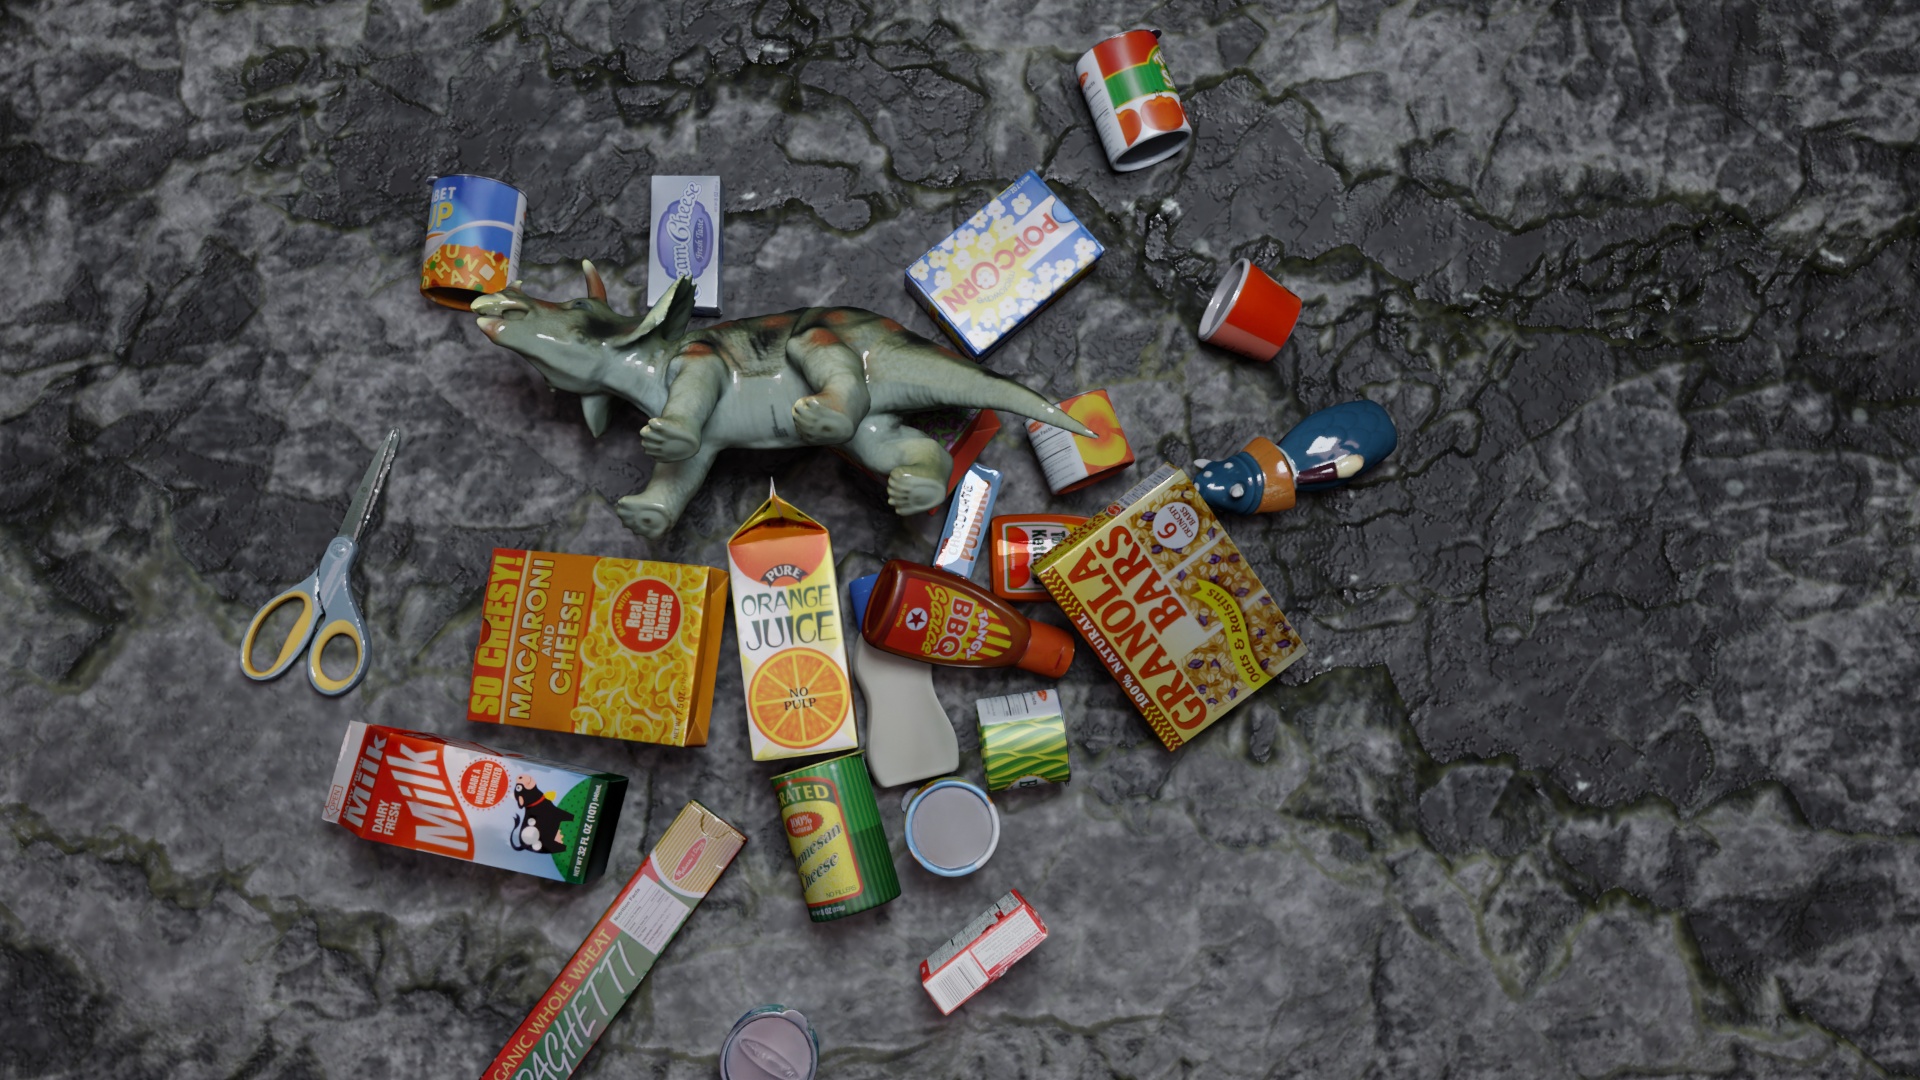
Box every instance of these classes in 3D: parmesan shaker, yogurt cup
[{"bbox_3d":[-0.083,0.203,0.957,0.071,0.071,0.103,-17,83,-5],"label":"parmesan shaker"},{"bbox_3d":[0.216,-0.168,1.031,0.054,0.072,0.072,27,81,-7],"label":"yogurt cup"}]

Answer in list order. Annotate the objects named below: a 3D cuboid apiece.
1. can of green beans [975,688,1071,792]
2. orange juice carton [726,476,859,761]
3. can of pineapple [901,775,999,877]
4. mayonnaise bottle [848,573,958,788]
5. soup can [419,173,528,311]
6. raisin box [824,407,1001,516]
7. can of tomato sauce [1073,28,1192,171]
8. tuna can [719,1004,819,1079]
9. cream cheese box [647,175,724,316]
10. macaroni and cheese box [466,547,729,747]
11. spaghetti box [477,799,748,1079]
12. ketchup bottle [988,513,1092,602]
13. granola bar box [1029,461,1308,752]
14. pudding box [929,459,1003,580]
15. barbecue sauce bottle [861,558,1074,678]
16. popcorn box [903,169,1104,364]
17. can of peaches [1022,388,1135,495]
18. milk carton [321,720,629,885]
[{"bbox_3d":[0.043,0.140,0.975,0.058,0.071,0.071,-8,82,-3],"label":"can of green beans"},{"bbox_3d":[-0.119,0.055,0.977,0.073,0.071,0.193,-8,82,-4],"label":"orange juice carton"},{"bbox_3d":[-0.008,0.198,0.968,0.071,0.058,0.071,0,82,-2],"label":"can of pineapple"},{"bbox_3d":[-0.046,0.098,0.990,0.065,0.041,0.148,-12,81,-11],"label":"mayonnaise bottle"},{"bbox_3d":[-0.356,-0.215,1.008,0.071,0.071,0.084,5,82,-2],"label":"soup can"},{"bbox_3d":[-0.046,-0.085,0.994,0.123,0.040,0.086,33,81,29],"label":"raisin box"},{"bbox_3d":[0.133,-0.332,1.050,0.071,0.071,0.083,-19,84,-5],"label":"can of tomato sauce"},{"bbox_3d":[-0.129,0.352,0.952,0.071,0.033,0.071,0,82,-3],"label":"tuna can"},{"bbox_3d":[-0.205,-0.220,1.038,0.053,0.024,0.104,0,81,-1],"label":"cream cheese box"},{"bbox_3d":[-0.252,0.073,0.963,0.166,0.040,0.124,4,82,13],"label":"macaroni and cheese box"},{"bbox_3d":[-0.242,0.293,0.957,0.050,0.028,0.250,36,82,3],"label":"spaghetti box"},{"bbox_3d":[0.095,0.012,1.008,0.149,0.043,0.064,-1,85,-3],"label":"ketchup bottle"},{"bbox_3d":[0.146,0.047,0.976,0.124,0.039,0.165,-37,104,0],"label":"granola bar box"},{"bbox_3d":[0.004,-0.013,1.004,0.030,0.049,0.084,18,81,-2],"label":"pudding box"},{"bbox_3d":[0.009,0.062,0.973,0.148,0.044,0.064,18,97,-24],"label":"barbecue sauce bottle"},{"bbox_3d":[0.032,-0.203,1.040,0.127,0.038,0.085,-40,84,-7],"label":"popcorn box"},{"bbox_3d":[0.088,-0.072,1.010,0.071,0.071,0.058,-21,83,-5],"label":"can of peaches"},{"bbox_3d":[-0.334,0.177,0.948,0.191,0.073,0.072,13,82,0],"label":"milk carton"}]
